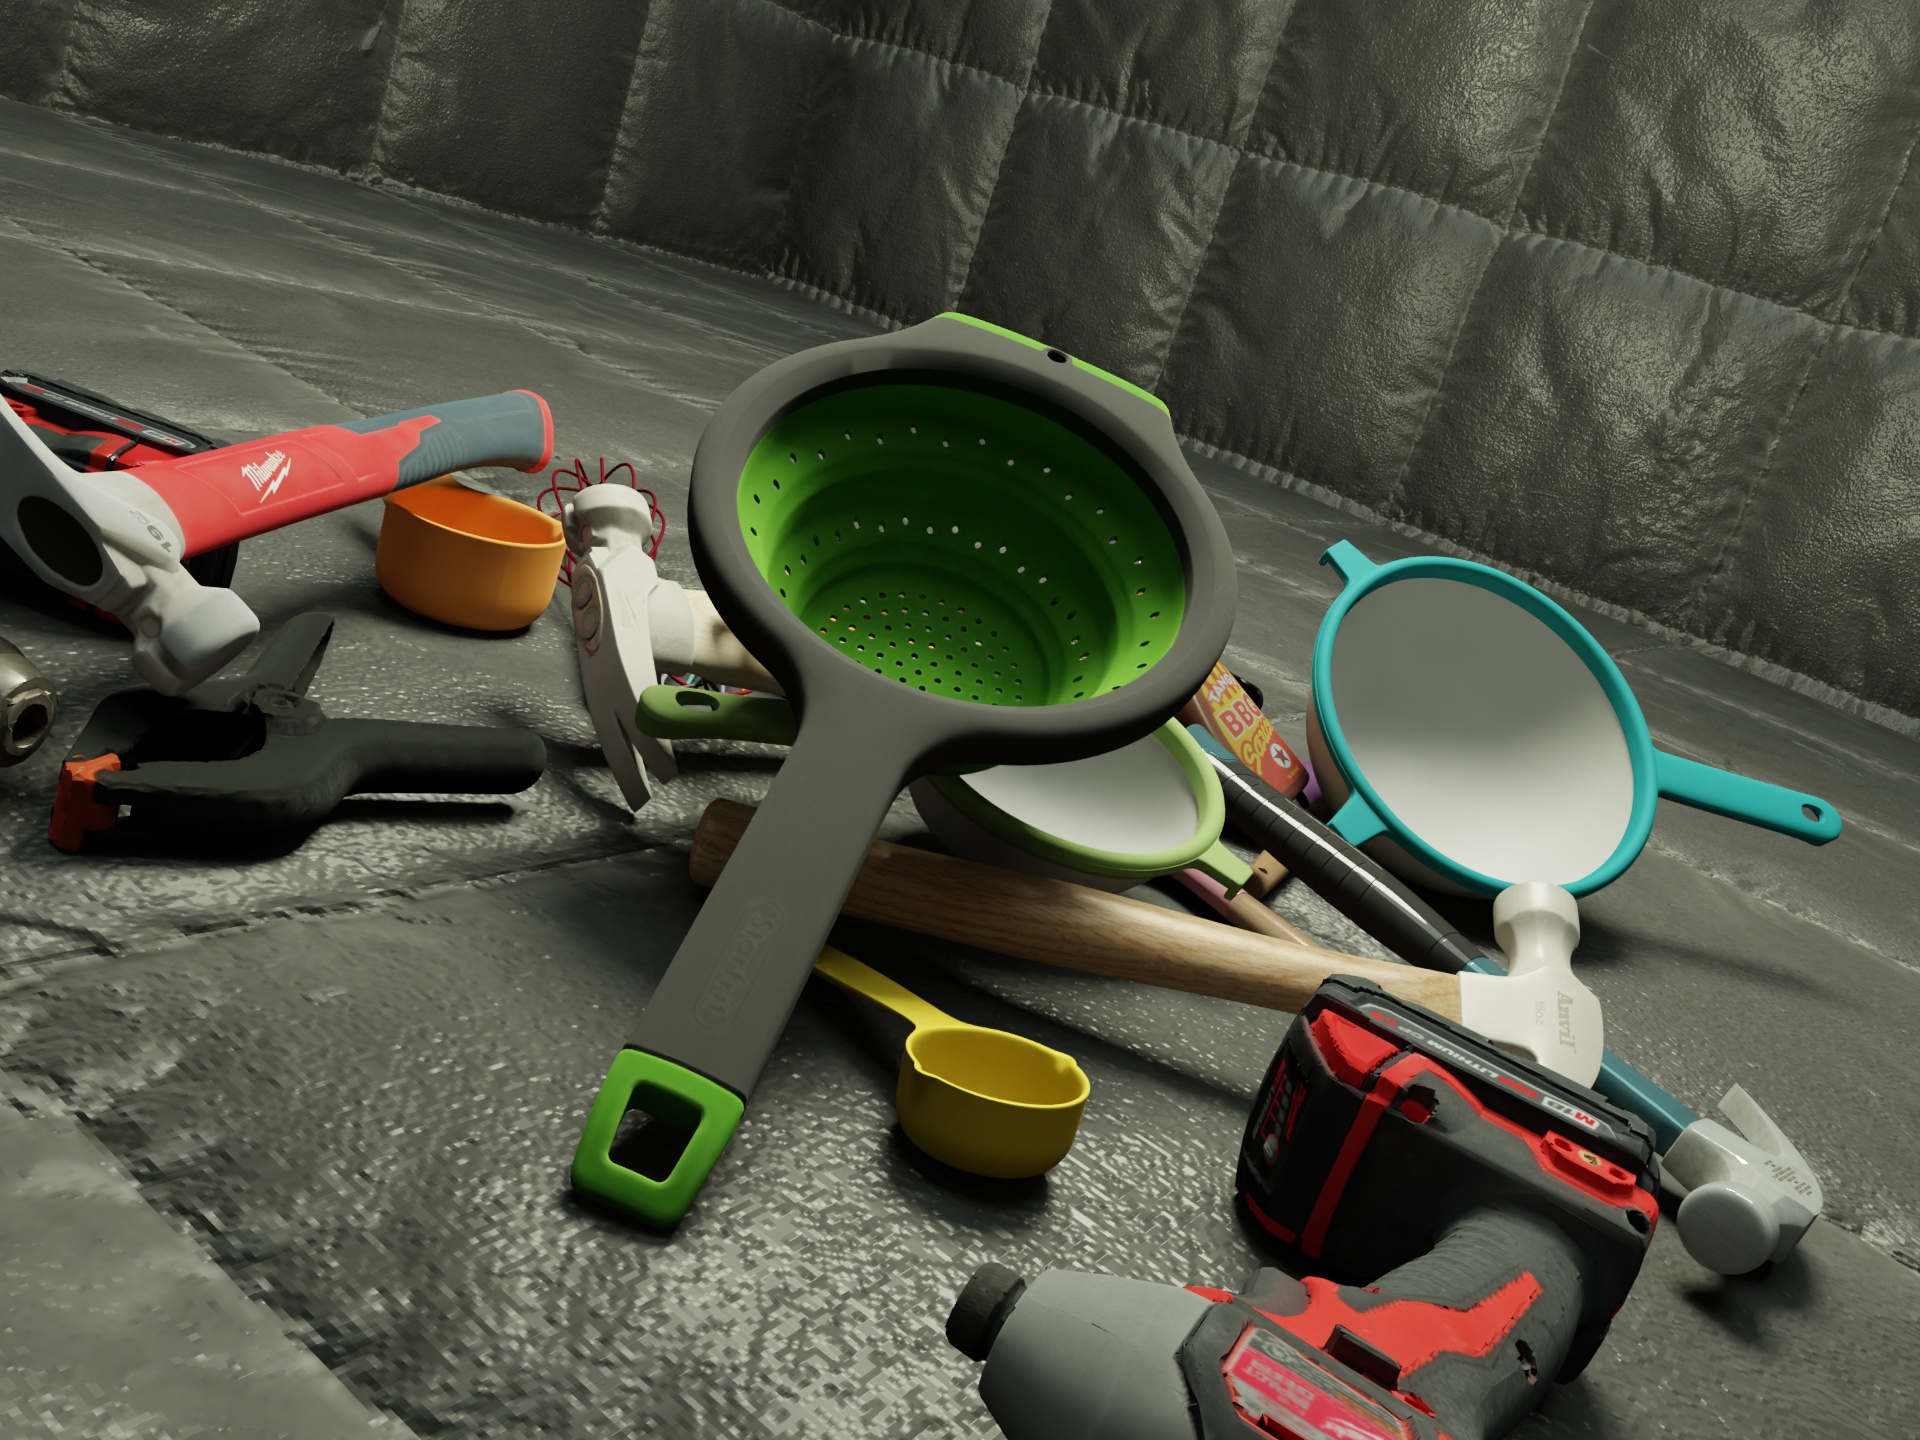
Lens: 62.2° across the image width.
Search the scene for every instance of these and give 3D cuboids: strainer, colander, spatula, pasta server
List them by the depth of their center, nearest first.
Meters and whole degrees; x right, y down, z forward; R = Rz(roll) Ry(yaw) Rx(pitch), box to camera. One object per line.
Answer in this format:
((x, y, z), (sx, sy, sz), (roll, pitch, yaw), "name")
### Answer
((-0.032, 0.009, 0.555), (0.204, 0.094, 0.397), (24, 48, 2), "colander")
((-0.014, 0.028, 0.668), (0.256, 0.069, 0.152), (7, 36, -24), "strainer")
((0.143, 0.089, 0.696), (0.060, 0.040, 0.317), (16, 16, -42), "pasta server")
((0.195, 0.057, 0.890), (0.060, 0.018, 0.316), (29, 18, 16), "spatula")
((0.335, 0.035, 0.912), (0.340, 0.095, 0.211), (15, 58, -13), "strainer")

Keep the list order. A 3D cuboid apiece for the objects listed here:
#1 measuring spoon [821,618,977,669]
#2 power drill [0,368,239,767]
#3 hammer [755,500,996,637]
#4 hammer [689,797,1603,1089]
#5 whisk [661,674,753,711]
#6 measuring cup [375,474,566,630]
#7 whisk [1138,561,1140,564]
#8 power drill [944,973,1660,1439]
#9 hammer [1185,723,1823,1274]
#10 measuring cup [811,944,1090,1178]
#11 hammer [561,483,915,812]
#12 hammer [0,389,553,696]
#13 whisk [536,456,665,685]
((-0.045, -0.041, 0.679), (0.117, 0.011, 0.021), (15, 27, 2), "measuring spoon")
((-0.350, -0.054, 0.559), (0.188, 0.080, 0.227), (20, 20, 5), "power drill")
((-0.084, -0.111, 0.972), (0.146, 0.035, 0.335), (37, -5, -28), "hammer")
((0.064, 0.082, 0.575), (0.331, 0.031, 0.130), (13, 43, 3), "hammer")
((-0.124, -0.044, 0.834), (0.047, 0.051, 0.245), (24, 11, -10), "whisk")
((-0.267, -0.096, 0.817), (0.095, 0.052, 0.174), (4, 20, -40), "measuring cup")
((0.114, -0.059, 0.990), (0.058, 0.059, 0.246), (-2, 34, 30), "whisk")
((0.097, 0.148, 0.407), (0.143, 0.078, 0.219), (25, 21, 22), "power drill")
((0.203, 0.098, 0.669), (0.128, 0.033, 0.331), (10, 24, -49), "hammer")
((-0.022, 0.104, 0.514), (0.062, 0.029, 0.157), (6, 9, -40), "measuring cup")
((-0.001, -0.003, 0.783), (0.410, 0.038, 0.146), (12, 50, -42), "hammer")
((-0.266, -0.121, 0.669), (0.143, 0.038, 0.386), (51, 15, -9), "hammer")
((-0.181, -0.070, 0.820), (0.073, 0.073, 0.296), (12, 23, -22), "whisk")
